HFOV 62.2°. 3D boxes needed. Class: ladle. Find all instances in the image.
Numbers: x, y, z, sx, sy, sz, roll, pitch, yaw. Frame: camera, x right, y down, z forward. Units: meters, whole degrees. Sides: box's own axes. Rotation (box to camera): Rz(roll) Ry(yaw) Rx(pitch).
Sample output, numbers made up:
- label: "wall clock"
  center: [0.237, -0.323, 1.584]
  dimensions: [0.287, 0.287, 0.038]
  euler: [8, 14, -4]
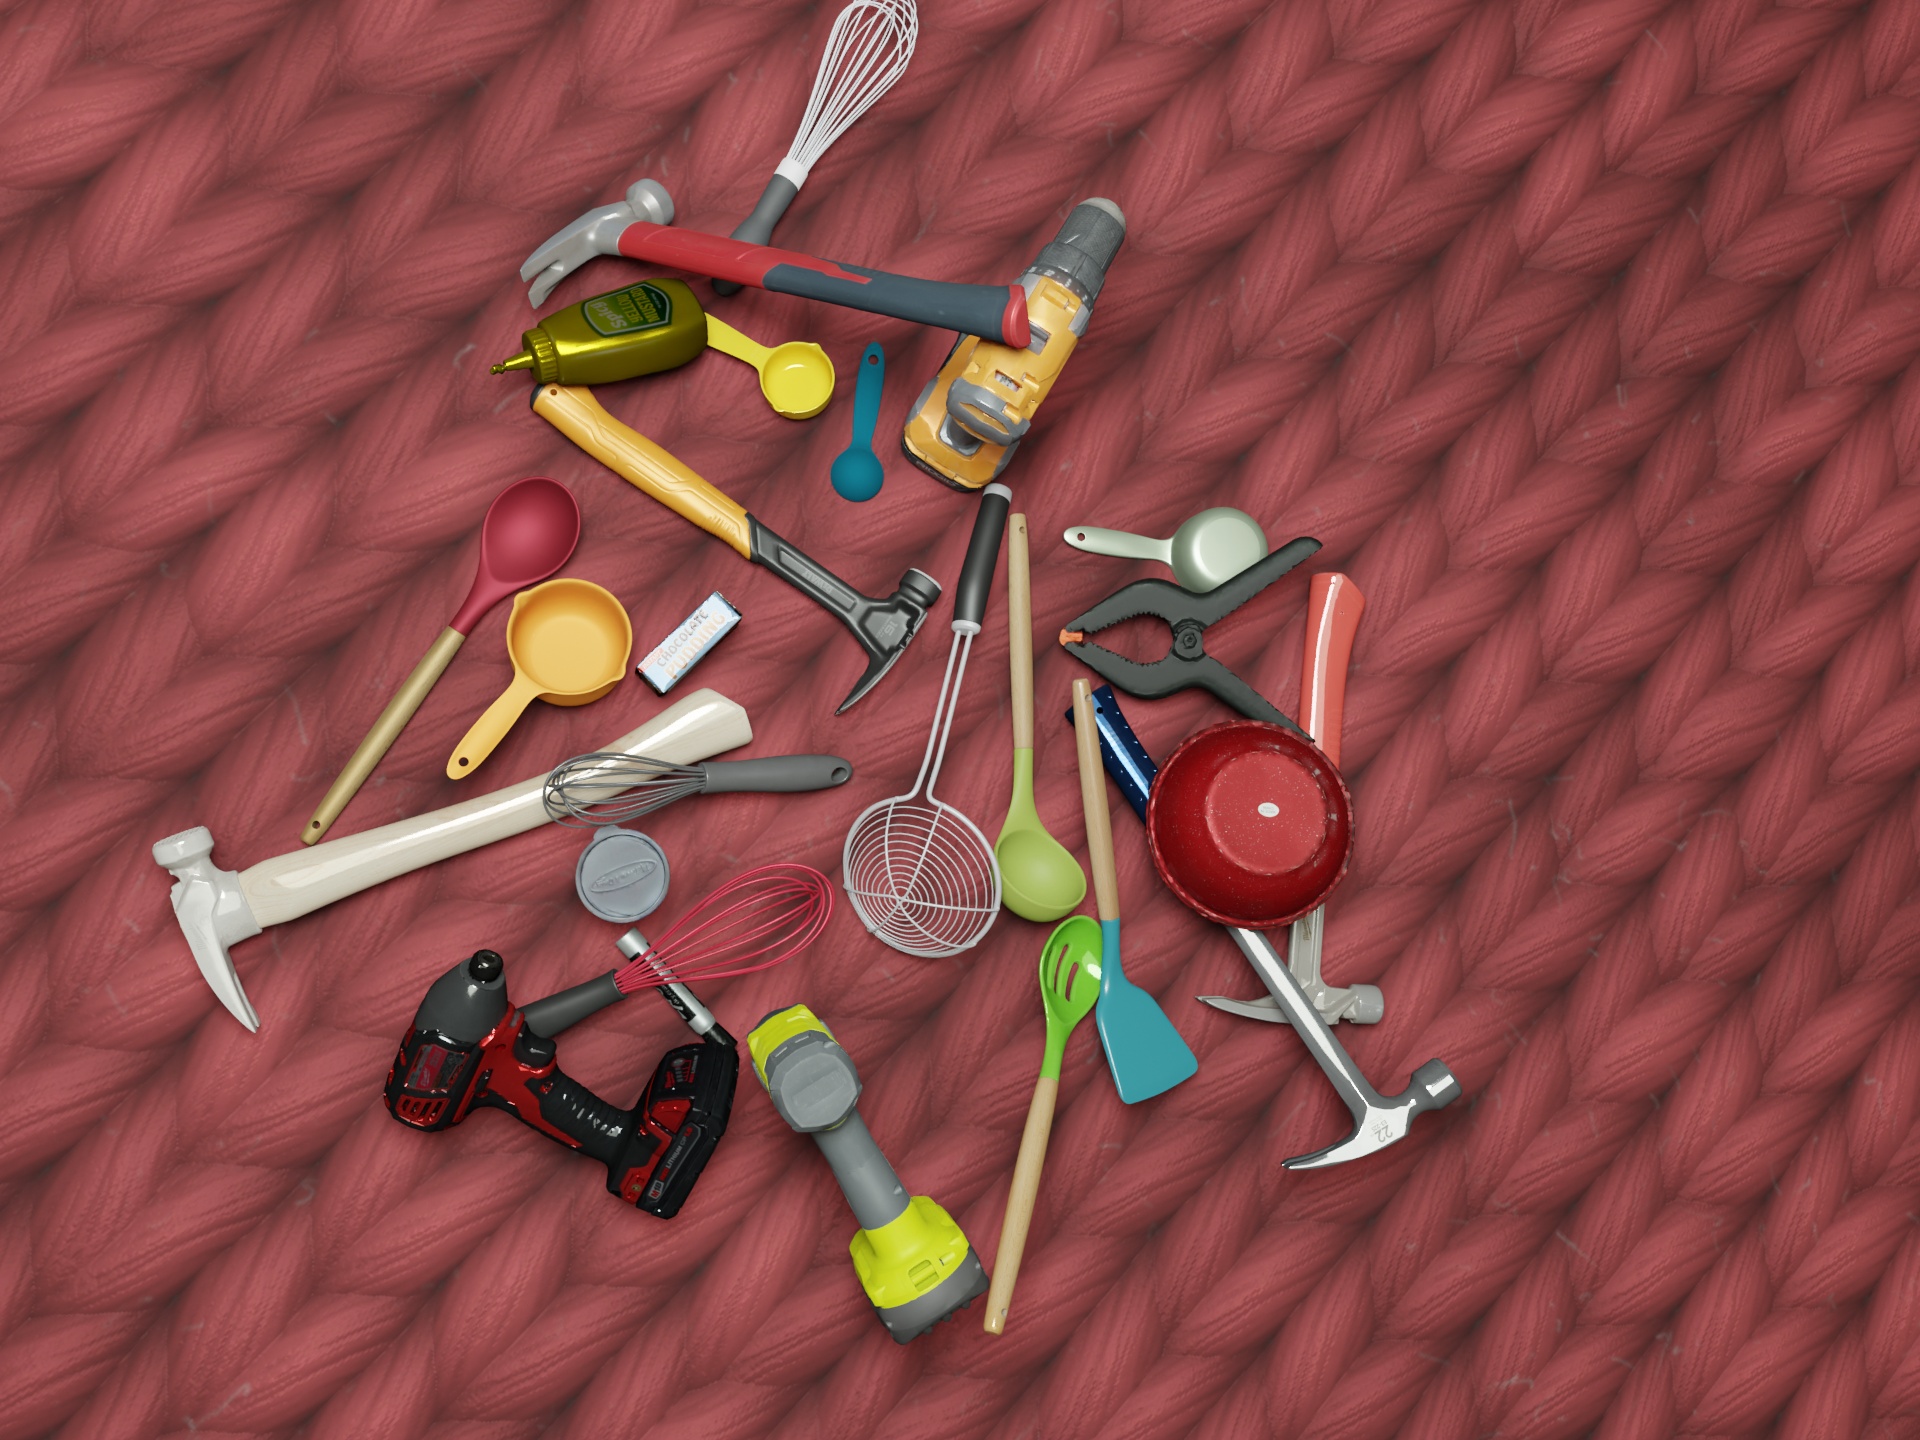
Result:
- label: "ladle"
  center: [0.055, -0.006, 1.225]
  dimensions: [0.078, 0.062, 0.320]
  euler: [4, 80, -32]
- label: "ladle"
  center: [-0.381, -0.043, 1.158]
  dimensions: [0.069, 0.031, 0.315]
  euler: [34, 81, -2]

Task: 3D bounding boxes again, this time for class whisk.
- label: "whisk"
  center: [-0.225, 0.180, 1.132]
  dimensions: [0.296, 0.073, 0.073]
  euler: [-25, 90, 2]
- label: "whisk"
  center: [-0.115, -0.451, 1.237]
  dimensions: [0.070, 0.070, 0.284]
  euler: [30, 85, -7]
- label: "whisk"
  center: [-0.186, 0.045, 1.153]
  dimensions: [0.239, 0.055, 0.055]
  euler: [-3, 85, -30]

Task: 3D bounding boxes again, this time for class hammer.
- label: "hammer"
  center: [-0.343, 0.081, 1.143]
  dimensions: [0.410, 0.038, 0.146]
  euler: [-21, 100, -14]
- label: "hammer"
  center: [0.274, 0.060, 1.270]
  dimensions: [0.149, 0.037, 0.359]
  euler: [6, 84, -10]
- label: "hammer"
  center: [-0.126, -0.300, 1.095]
  dimensions: [0.386, 0.038, 0.143]
  euler: [20, 52, 29]
- label: "hammer"
  center: [-0.183, -0.146, 1.202]
  dimensions: [0.337, 0.034, 0.127]
  euler: [36, 78, -6]
- label: "hammer"
  center: [0.205, 0.153, 1.215]
  dimensions: [0.144, 0.035, 0.405]
  euler: [-34, 82, -4]

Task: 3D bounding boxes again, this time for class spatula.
- label: "spatula"
  center: [0.118, 0.125, 1.199]
  dimensions: [0.082, 0.044, 0.317]
  euler: [-14, 100, -36]

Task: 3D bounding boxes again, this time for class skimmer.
- label: "skimmer"
  center: [-0.002, -0.004, 1.220]
  dimensions: [0.127, 0.090, 0.363]
  euler: [6, 70, 21]

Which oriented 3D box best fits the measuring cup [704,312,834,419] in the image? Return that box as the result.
- label: "measuring cup"
  center: [-0.168, -0.283, 1.228]
  dimensions: [0.156, 0.029, 0.062]
  euler: [29, 81, 5]

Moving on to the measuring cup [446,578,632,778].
- label: "measuring cup"
  center: [-0.309, -0.022, 1.146]
  dimensions: [0.095, 0.052, 0.174]
  euler: [37, 72, -2]

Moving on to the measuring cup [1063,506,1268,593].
- label: "measuring cup"
  center: [0.166, -0.139, 1.266]
  dimensions: [0.167, 0.038, 0.083]
  euler: [7, 83, -12]

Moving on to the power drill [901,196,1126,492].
- label: "power drill"
  center: [0.040, -0.269, 1.158]
  dimensions: [0.084, 0.226, 0.185]
  euler: [31, 80, -8]

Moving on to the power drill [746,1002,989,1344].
- label: "power drill"
  center: [-0.075, 0.307, 1.121]
  dimensions: [0.080, 0.171, 0.223]
  euler: [-30, 99, -12]

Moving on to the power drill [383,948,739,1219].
- label: "power drill"
  center: [-0.272, 0.245, 1.094]
  dimensions: [0.219, 0.079, 0.143]
  euler: [24, 114, -12]

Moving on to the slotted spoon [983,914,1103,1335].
- label: "slotted spoon"
  center: [0.057, 0.284, 1.153]
  dimensions: [0.070, 0.031, 0.314]
  euler: [40, 50, -32]

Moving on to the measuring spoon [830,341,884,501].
- label: "measuring spoon"
  center: [-0.074, -0.235, 1.237]
  dimensions: [0.042, 0.021, 0.129]
  euler: [8, 84, -10]
